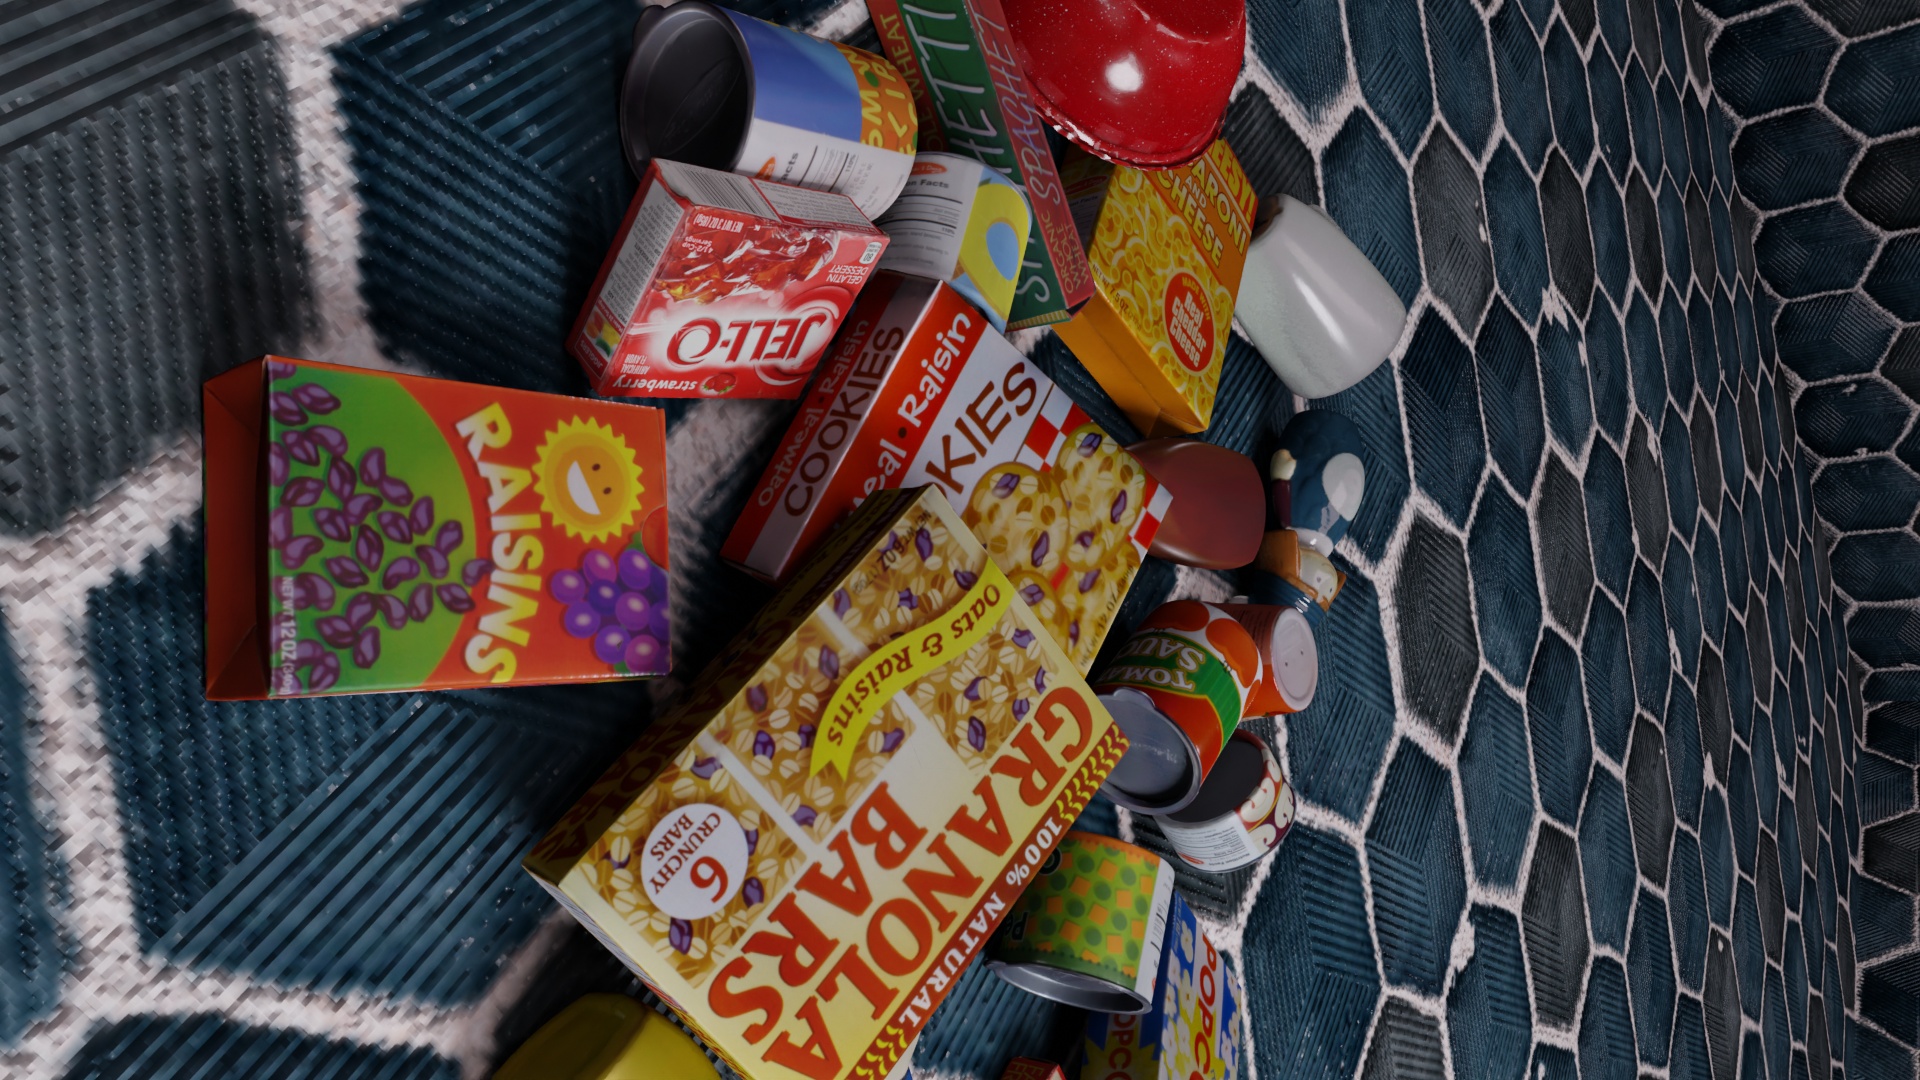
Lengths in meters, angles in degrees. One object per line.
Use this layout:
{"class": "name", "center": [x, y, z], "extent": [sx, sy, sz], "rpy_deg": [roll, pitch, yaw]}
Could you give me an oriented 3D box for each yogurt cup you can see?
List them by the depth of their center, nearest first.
{"class": "yogurt cup", "center": [0.152, 0.064, 0.729], "extent": [0.072, 0.054, 0.072], "rpy_deg": [13, 73, -50]}

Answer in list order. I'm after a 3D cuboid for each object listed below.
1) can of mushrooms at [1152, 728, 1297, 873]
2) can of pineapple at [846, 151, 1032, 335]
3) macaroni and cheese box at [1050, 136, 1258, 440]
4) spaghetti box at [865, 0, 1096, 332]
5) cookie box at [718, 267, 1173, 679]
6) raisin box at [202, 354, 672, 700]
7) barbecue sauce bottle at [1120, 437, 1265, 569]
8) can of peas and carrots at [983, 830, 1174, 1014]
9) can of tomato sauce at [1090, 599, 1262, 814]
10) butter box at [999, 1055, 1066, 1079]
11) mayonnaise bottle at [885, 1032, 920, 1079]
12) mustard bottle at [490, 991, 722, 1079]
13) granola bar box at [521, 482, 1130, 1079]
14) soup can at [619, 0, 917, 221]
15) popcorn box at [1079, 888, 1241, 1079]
{"class": "can of mushrooms", "center": [0.128, 0.124, 0.680], "extent": [0.033, 0.071, 0.071], "rpy_deg": [57, 45, -27]}
{"class": "can of pineapple", "center": [-0.008, -0.110, 0.553], "extent": [0.071, 0.071, 0.058], "rpy_deg": [37, 57, -42]}
{"class": "macaroni and cheese box", "center": [0.099, -0.155, 0.713], "extent": [0.123, 0.040, 0.167], "rpy_deg": [44, 52, -38]}
{"class": "spaghetti box", "center": [-0.006, -0.209, 0.586], "extent": [0.029, 0.050, 0.249], "rpy_deg": [-38, 113, -46]}
{"class": "cookie box", "center": [0.002, -0.007, 0.542], "extent": [0.167, 0.040, 0.123], "rpy_deg": [37, 76, -42]}
{"class": "raisin box", "center": [-0.141, -0.001, 0.391], "extent": [0.123, 0.040, 0.086], "rpy_deg": [4, 80, -51]}
{"class": "barbecue sauce bottle", "center": [0.098, -0.022, 0.687], "extent": [0.149, 0.043, 0.065], "rpy_deg": [8, 79, -49]}
{"class": "can of peas and carrots", "center": [0.050, 0.159, 0.580], "extent": [0.071, 0.071, 0.059], "rpy_deg": [41, 54, -39]}
{"class": "can of tomato sauce", "center": [0.096, 0.074, 0.649], "extent": [0.083, 0.071, 0.071], "rpy_deg": [-44, 118, -46]}
{"class": "butter box", "center": [0.015, 0.262, 0.550], "extent": [0.104, 0.024, 0.053], "rpy_deg": [-45, 119, -44]}
{"class": "mayonnaise bottle", "center": [-0.043, 0.153, 0.482], "extent": [0.065, 0.041, 0.148], "rpy_deg": [-20, 99, -45]}
{"class": "mustard bottle", "center": [-0.082, 0.213, 0.418], "extent": [0.065, 0.048, 0.159], "rpy_deg": [-43, 116, -41]}
{"class": "granola bar box", "center": [-0.034, 0.082, 0.441], "extent": [0.166, 0.039, 0.124], "rpy_deg": [-48, 113, -26]}
{"class": "soup can", "center": [-0.067, -0.149, 0.489], "extent": [0.084, 0.071, 0.071], "rpy_deg": [-7, 90, -52]}
{"class": "popcorn box", "center": [0.089, 0.231, 0.613], "extent": [0.085, 0.038, 0.127], "rpy_deg": [58, 31, -32]}
